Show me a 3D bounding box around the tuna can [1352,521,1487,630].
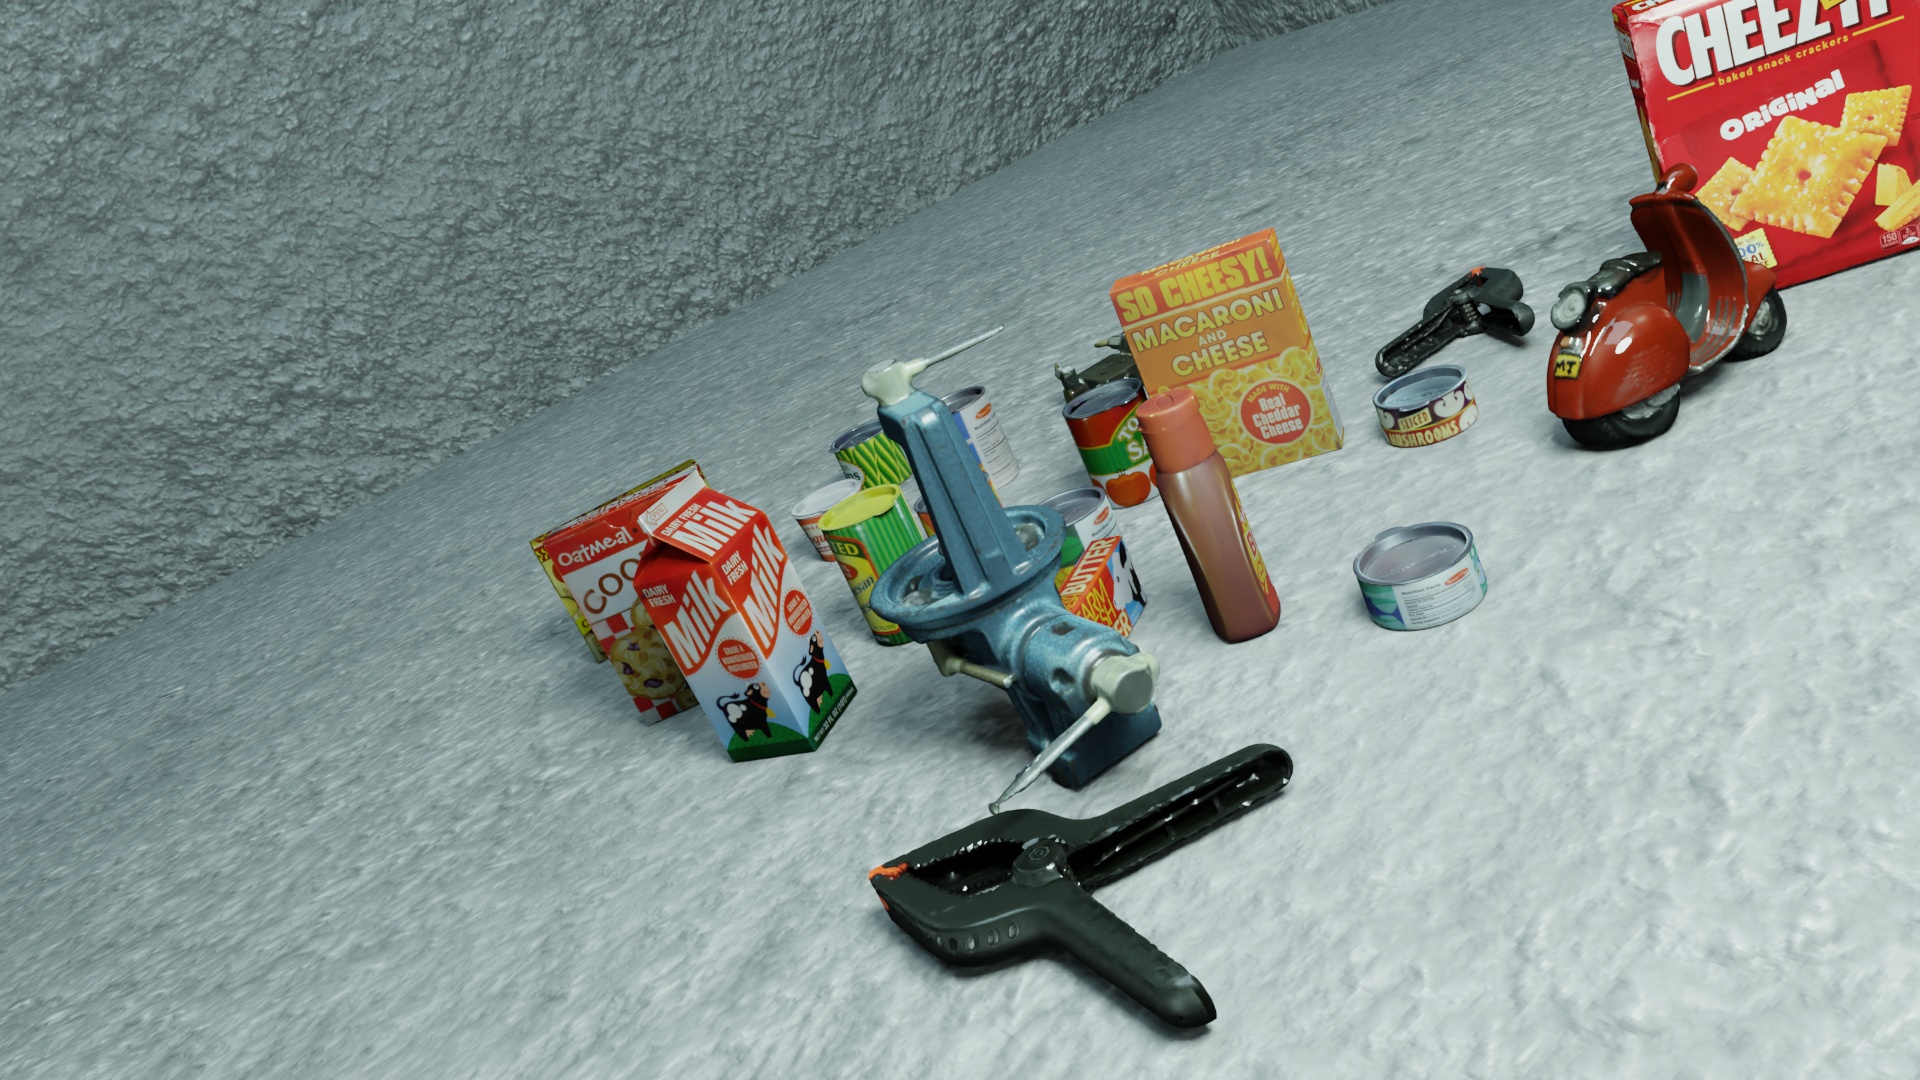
[{"bbox_3d":[0.254,0.019,0.772,0.071,0.032,0.071,-22,20,8],"label":"tuna can"}]

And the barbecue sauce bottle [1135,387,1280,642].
[{"bbox_3d":[0.145,-0.016,0.817,0.043,0.148,0.065,-21,20,11],"label":"barbecue sauce bottle"}]

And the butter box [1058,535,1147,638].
[{"bbox_3d":[0.085,0.045,0.874,0.024,0.053,0.104,-12,23,32],"label":"butter box"}]

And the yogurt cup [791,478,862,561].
[{"bbox_3d":[-0.112,-0.017,1.259,0.072,0.053,0.072,-22,20,8],"label":"yogurt cup"}]

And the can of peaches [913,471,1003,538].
[{"bbox_3d":[0.004,-0.014,1.110,0.071,0.058,0.071,-22,20,8],"label":"can of peaches"}]

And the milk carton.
[{"bbox_3d":[-0.151,0.050,0.931,0.073,0.190,0.073,-13,22,30],"label":"milk carton"}]

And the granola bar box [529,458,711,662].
[{"bbox_3d":[-0.288,0.017,1.272,0.166,0.124,0.039,-29,20,-13],"label":"granola bar box"}]

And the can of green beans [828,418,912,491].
[{"bbox_3d":[-0.088,-0.082,1.393,0.071,0.057,0.071,-22,20,8],"label":"can of green beans"}]

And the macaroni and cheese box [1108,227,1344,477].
[{"bbox_3d":[0.197,-0.132,1.025,0.123,0.166,0.040,-16,21,24],"label":"macaroni and cheese box"}]

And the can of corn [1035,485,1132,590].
[{"bbox_3d":[0.080,0.003,0.979,0.071,0.058,0.071,-22,20,8],"label":"can of corn"}]

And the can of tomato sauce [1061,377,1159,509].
[{"bbox_3d":[0.127,-0.076,1.088,0.071,0.083,0.071,-22,20,8],"label":"can of tomato sauce"}]

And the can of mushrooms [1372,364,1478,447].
[{"bbox_3d":[0.326,-0.093,0.975,0.071,0.033,0.071,-22,20,8],"label":"can of mushrooms"}]

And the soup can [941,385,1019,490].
[{"bbox_3d":[0.006,-0.088,1.260,0.071,0.083,0.071,-22,20,8],"label":"soup can"}]

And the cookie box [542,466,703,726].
[{"bbox_3d":[-0.221,0.043,1.064,0.123,0.167,0.040,-24,19,1],"label":"cookie box"}]

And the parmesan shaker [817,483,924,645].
[{"bbox_3d":[-0.052,0.019,1.025,0.071,0.102,0.071,-22,20,8],"label":"parmesan shaker"}]
